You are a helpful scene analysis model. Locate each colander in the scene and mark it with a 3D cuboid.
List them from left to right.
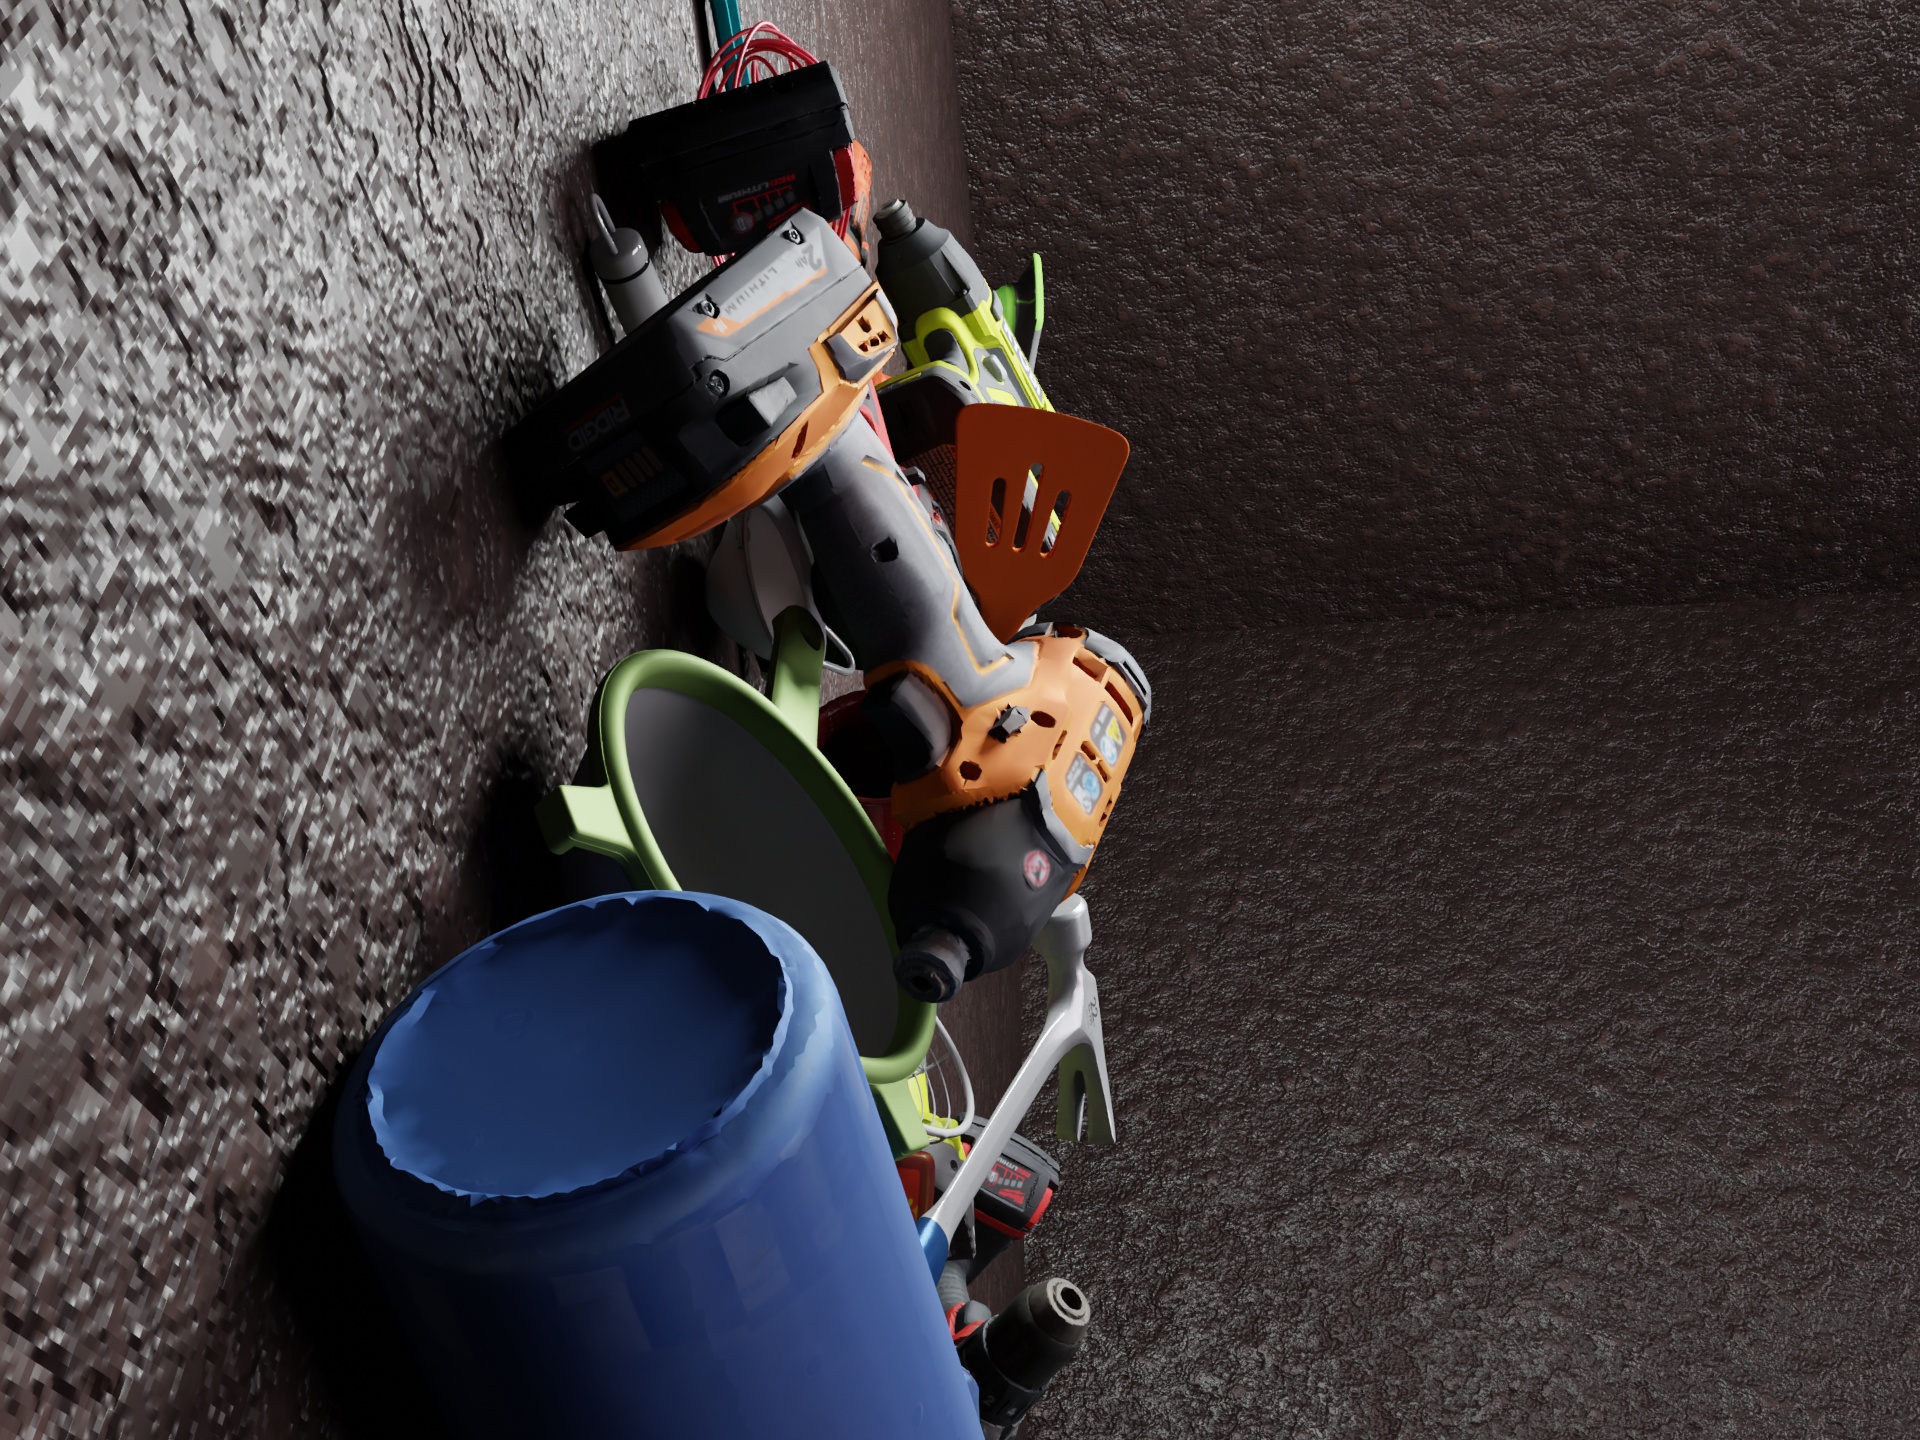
[{"bbox_3d":[-0.008,-0.301,1.640,0.396,0.094,0.205,110,-15,-51],"label":"colander"}]

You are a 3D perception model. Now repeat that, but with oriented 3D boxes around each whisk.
[{"bbox_3d":[-0.083,-0.168,0.744,0.073,0.073,0.295,-86,177,-56],"label":"whisk"}]

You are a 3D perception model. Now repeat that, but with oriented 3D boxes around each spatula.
[{"bbox_3d":[-0.001,-0.003,0.784,0.041,0.081,0.322,-98,-159,-50],"label":"spatula"}]

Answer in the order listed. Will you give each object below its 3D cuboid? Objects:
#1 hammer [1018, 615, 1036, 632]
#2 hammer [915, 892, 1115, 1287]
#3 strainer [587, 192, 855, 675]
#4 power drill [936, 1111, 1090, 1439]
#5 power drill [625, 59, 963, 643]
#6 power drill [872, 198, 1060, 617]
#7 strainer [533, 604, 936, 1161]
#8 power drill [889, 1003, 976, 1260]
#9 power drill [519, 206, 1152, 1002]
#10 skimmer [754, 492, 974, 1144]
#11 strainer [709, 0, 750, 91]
[{"bbox_3d":[-0.001,0.062,0.988,0.386,0.038,0.143,118,-38,-66],"label":"hammer"},{"bbox_3d":[-0.007,0.234,0.721,0.405,0.035,0.144,-45,128,-58],"label":"hammer"},{"bbox_3d":[-0.097,-0.097,0.623,0.258,0.050,0.087,72,12,-51],"label":"strainer"},{"bbox_3d":[0.012,0.344,0.964,0.188,0.080,0.227,-53,-167,24],"label":"power drill"},{"bbox_3d":[-0.053,-0.134,0.625,0.143,0.078,0.219,-100,173,-69],"label":"power drill"},{"bbox_3d":[-0.004,-0.162,0.826,0.171,0.080,0.223,58,21,-32],"label":"power drill"},{"bbox_3d":[-0.079,0.033,0.533,0.151,0.069,0.257,49,16,-22],"label":"strainer"},{"bbox_3d":[-0.035,0.201,0.955,0.190,0.080,0.229,81,5,-53],"label":"power drill"},{"bbox_3d":[-0.030,-0.029,0.504,0.226,0.084,0.164,53,37,-19],"label":"power drill"},{"bbox_3d":[-0.052,0.033,0.765,0.127,0.090,0.363,-77,163,-72],"label":"skimmer"},{"bbox_3d":[-0.076,-0.375,0.714,0.211,0.095,0.340,-83,167,-66],"label":"strainer"}]
